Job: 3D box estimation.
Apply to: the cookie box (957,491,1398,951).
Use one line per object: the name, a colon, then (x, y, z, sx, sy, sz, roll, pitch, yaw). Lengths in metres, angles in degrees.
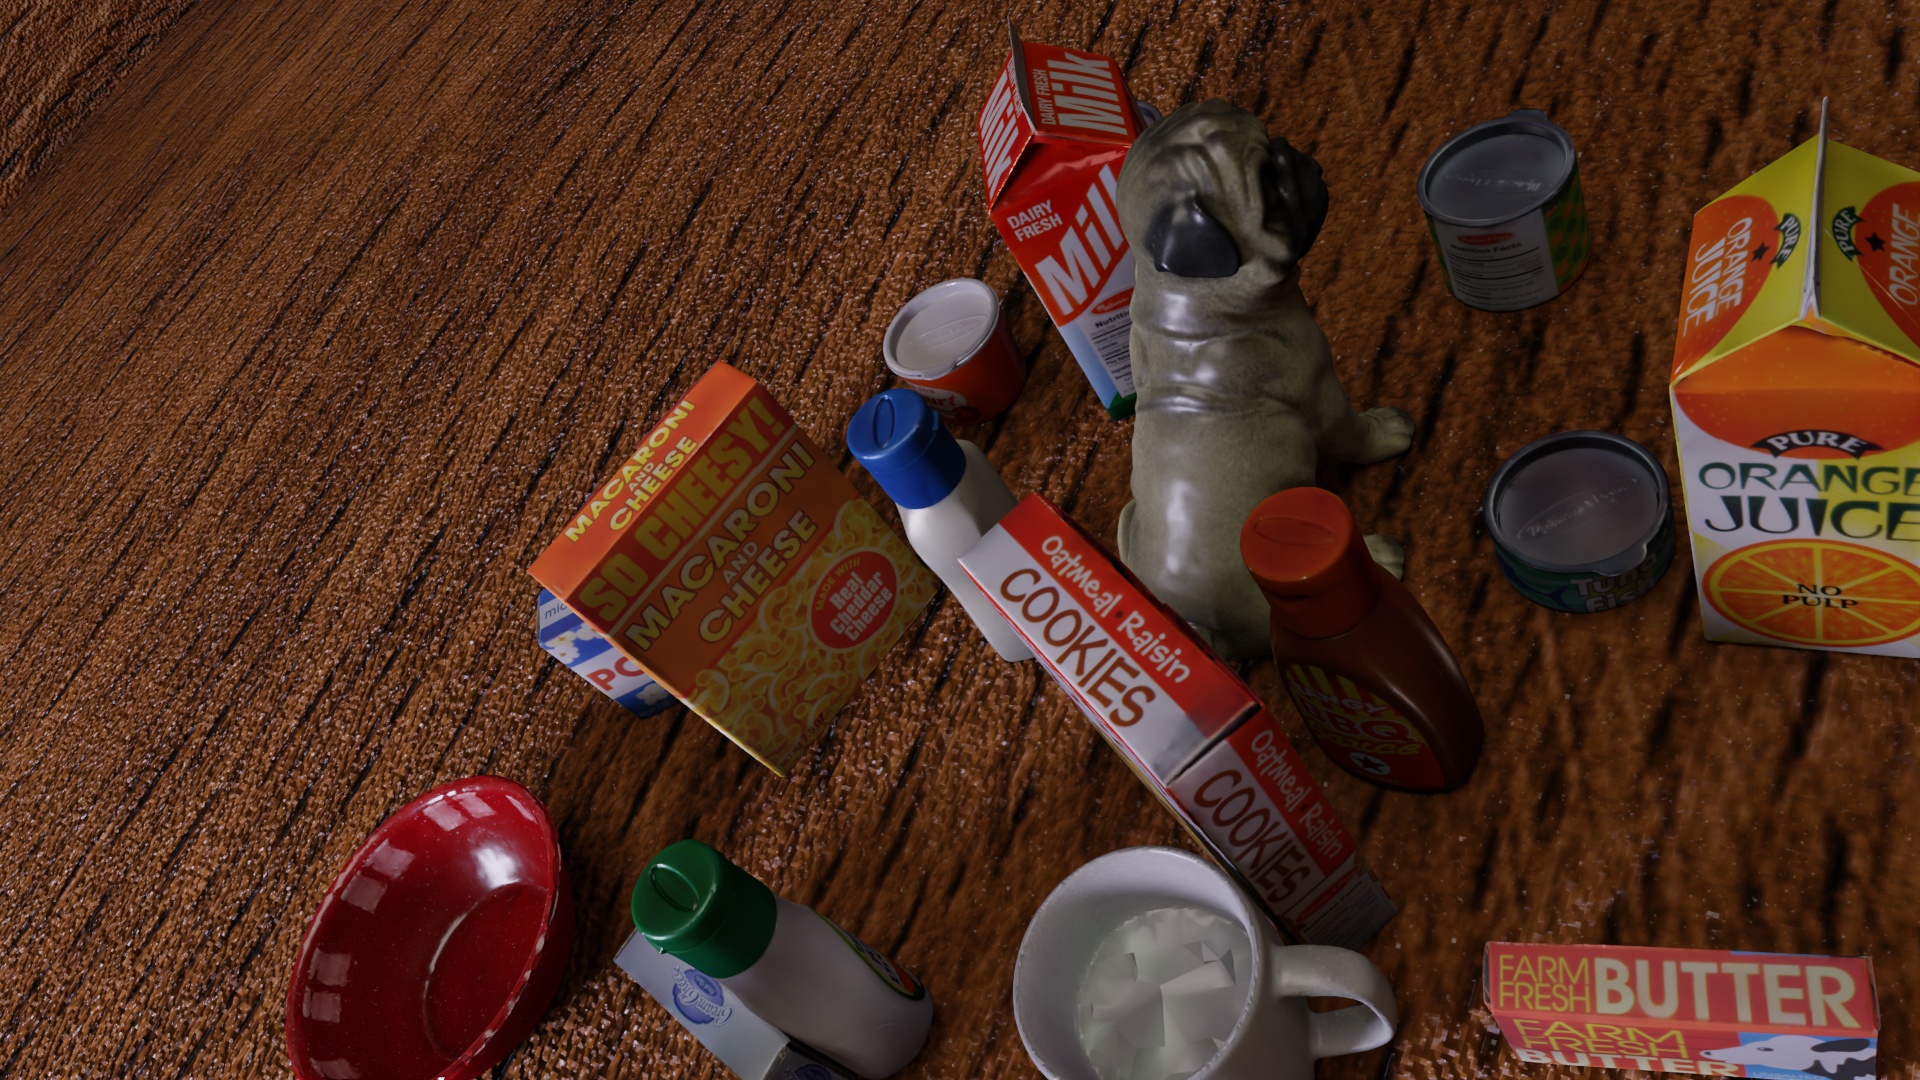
cookie box: (0.078, 0.069, 0.484, 0.040, 0.167, 0.123, -42, 45, -2)

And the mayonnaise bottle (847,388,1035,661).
mayonnaise bottle: (0.002, -0.008, 0.606, 0.041, 0.147, 0.065, -18, 49, 20)

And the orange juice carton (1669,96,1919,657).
orange juice carton: (0.269, -0.042, 0.434, 0.073, 0.192, 0.072, 3, 59, 34)

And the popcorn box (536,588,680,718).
popcorn box: (-0.138, 0.034, 0.707, 0.126, 0.085, 0.038, -27, 46, 12)

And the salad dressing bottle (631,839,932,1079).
salad dressing bottle: (-0.064, 0.158, 0.518, 0.064, 0.147, 0.044, 25, 72, 42)

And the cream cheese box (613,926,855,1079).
cream cheese box: (-0.094, 0.197, 0.572, 0.104, 0.053, 0.024, 23, 70, 42)

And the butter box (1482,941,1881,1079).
butter box: (0.217, 0.143, 0.420, 0.103, 0.053, 0.024, -6, 53, 28)

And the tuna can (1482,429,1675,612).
tuna can: (0.240, -0.006, 0.536, 0.071, 0.032, 0.071, -17, 49, 21)

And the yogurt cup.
yogurt cup: (0.000, -0.099, 0.746, 0.072, 0.053, 0.073, -17, 49, 21)

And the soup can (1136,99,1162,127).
soup can: (0.088, -0.179, 0.733, 0.071, 0.083, 0.072, -17, 49, 21)

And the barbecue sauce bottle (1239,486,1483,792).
barbecue sauce bottle: (0.138, 0.037, 0.486, 0.065, 0.148, 0.044, 13, 64, 38)

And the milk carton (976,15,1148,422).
milk carton: (0.065, -0.150, 0.649, 0.073, 0.190, 0.073, -21, 48, 17)

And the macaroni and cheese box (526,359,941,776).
macaroni and cheese box: (-0.096, 0.018, 0.636, 0.040, 0.166, 0.124, 29, 74, 43)

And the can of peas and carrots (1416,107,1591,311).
can of peas and carrots: (0.247, -0.148, 0.626, 0.071, 0.058, 0.071, -17, 49, 21)
